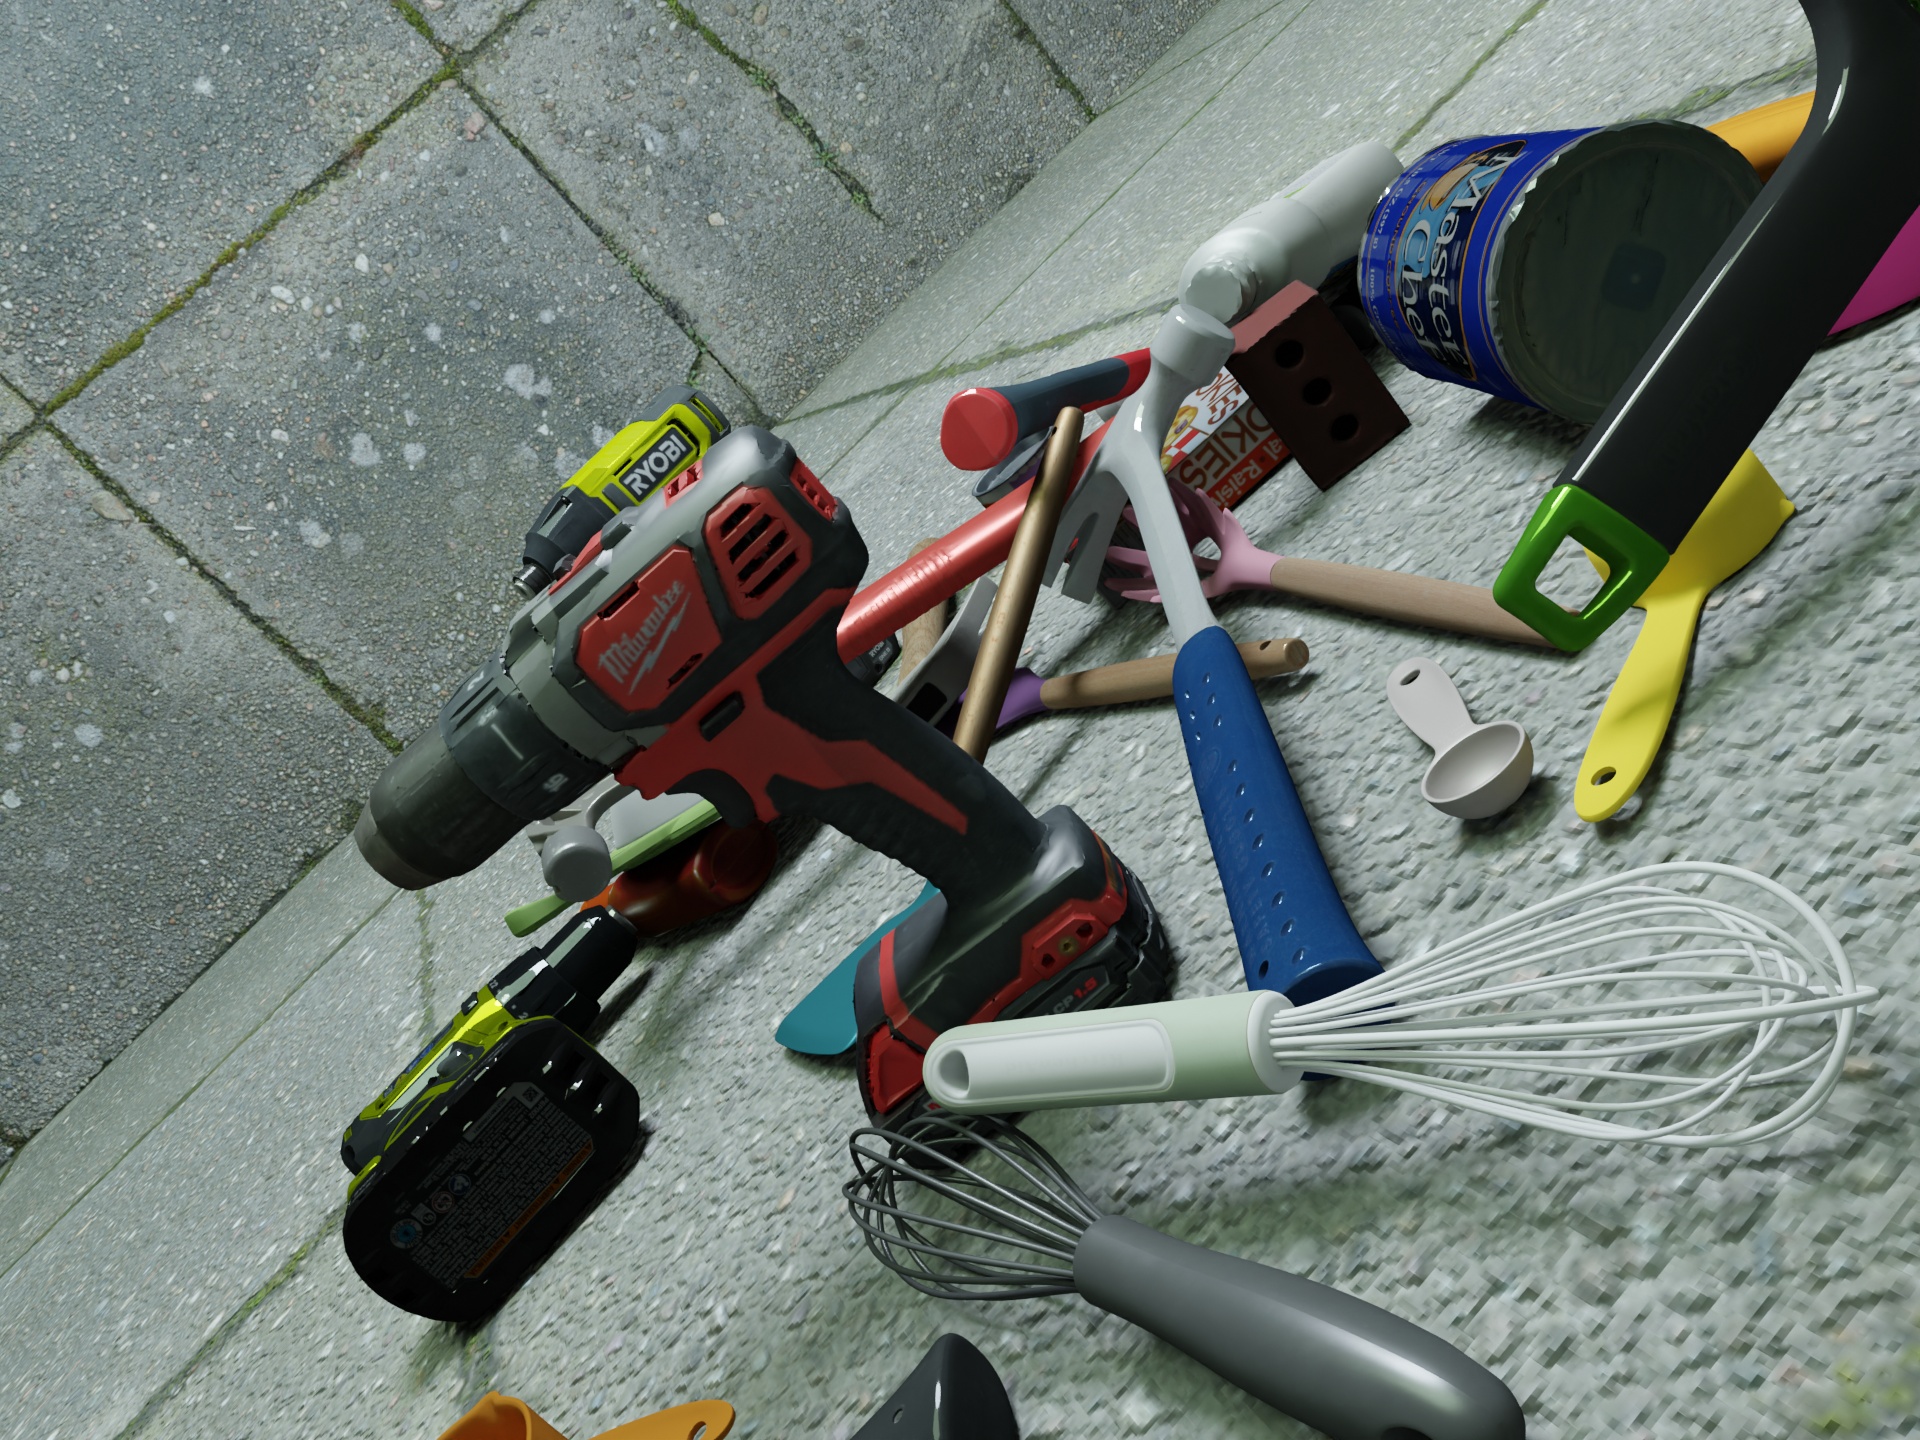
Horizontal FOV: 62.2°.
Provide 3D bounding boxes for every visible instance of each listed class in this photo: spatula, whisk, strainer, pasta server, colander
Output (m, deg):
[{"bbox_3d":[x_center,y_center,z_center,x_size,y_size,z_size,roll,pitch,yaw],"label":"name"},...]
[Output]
[{"bbox_3d":[0.055,-0.013,0.742,0.060,0.018,0.316,-53,19,-21],"label":"spatula"},{"bbox_3d":[0.082,0.076,0.379,0.246,0.058,0.059,-16,-13,41],"label":"whisk"},{"bbox_3d":[-0.174,0.038,0.877,0.151,0.069,0.256,-29,5,32],"label":"strainer"},{"bbox_3d":[0.138,-0.059,0.639,0.060,0.040,0.316,-67,20,3],"label":"pasta server"},{"bbox_3d":[-0.001,-0.002,0.701,0.082,0.044,0.318,-13,56,63],"label":"spatula"},{"bbox_3d":[0.038,0.138,0.395,0.055,0.055,0.239,-51,24,-23],"label":"whisk"},{"bbox_3d":[0.273,-0.188,0.473,0.397,0.204,0.094,-55,0,1],"label":"colander"}]

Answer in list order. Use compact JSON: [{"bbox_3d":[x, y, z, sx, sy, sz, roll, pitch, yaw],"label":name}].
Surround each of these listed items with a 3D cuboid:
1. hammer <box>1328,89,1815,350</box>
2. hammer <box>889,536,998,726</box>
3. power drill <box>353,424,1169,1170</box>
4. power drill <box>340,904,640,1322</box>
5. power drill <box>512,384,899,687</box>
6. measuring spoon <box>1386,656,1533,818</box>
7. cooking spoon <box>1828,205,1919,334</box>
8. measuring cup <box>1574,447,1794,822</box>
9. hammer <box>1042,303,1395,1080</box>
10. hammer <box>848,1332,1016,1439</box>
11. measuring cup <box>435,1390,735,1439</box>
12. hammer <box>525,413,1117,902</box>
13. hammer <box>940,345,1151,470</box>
[{"bbox_3d":[0.302,-0.241,0.715,0.127,0.034,0.337,-48,18,-12],"label":"hammer"},{"bbox_3d":[-0.020,-0.060,0.965,0.130,0.031,0.331,-46,14,15],"label":"hammer"},{"bbox_3d":[-0.063,0.042,0.520,0.188,0.226,0.080,-40,18,9],"label":"power drill"},{"bbox_3d":[-0.228,0.184,0.801,0.190,0.080,0.228,-47,15,-10],"label":"power drill"},{"bbox_3d":[-0.162,-0.079,1.017,0.171,0.223,0.080,-51,19,-26],"label":"power drill"},{"bbox_3d":[0.156,0.004,0.504,0.034,0.018,0.124,-38,11,14],"label":"measuring spoon"},{"bbox_3d":[0.399,-0.224,0.492,0.319,0.017,0.069,-37,19,20],"label":"cooking spoon"},{"bbox_3d":[0.197,-0.032,0.461,0.062,0.029,0.157,-22,25,48],"label":"measuring cup"},{"bbox_3d":[0.085,-0.024,0.586,0.144,0.035,0.406,-59,18,28],"label":"hammer"},{"bbox_3d":[-0.114,0.282,0.396,0.335,0.035,0.146,-44,18,-4],"label":"hammer"},{"bbox_3d":[-0.113,0.240,0.464,0.173,0.052,0.095,-31,21,27],"label":"measuring cup"},{"bbox_3d":[-0.063,-0.046,0.801,0.359,0.036,0.149,-33,29,-2],"label":"hammer"},{"bbox_3d":[0.088,-0.195,0.882,0.143,0.038,0.386,-34,2,26],"label":"hammer"}]
